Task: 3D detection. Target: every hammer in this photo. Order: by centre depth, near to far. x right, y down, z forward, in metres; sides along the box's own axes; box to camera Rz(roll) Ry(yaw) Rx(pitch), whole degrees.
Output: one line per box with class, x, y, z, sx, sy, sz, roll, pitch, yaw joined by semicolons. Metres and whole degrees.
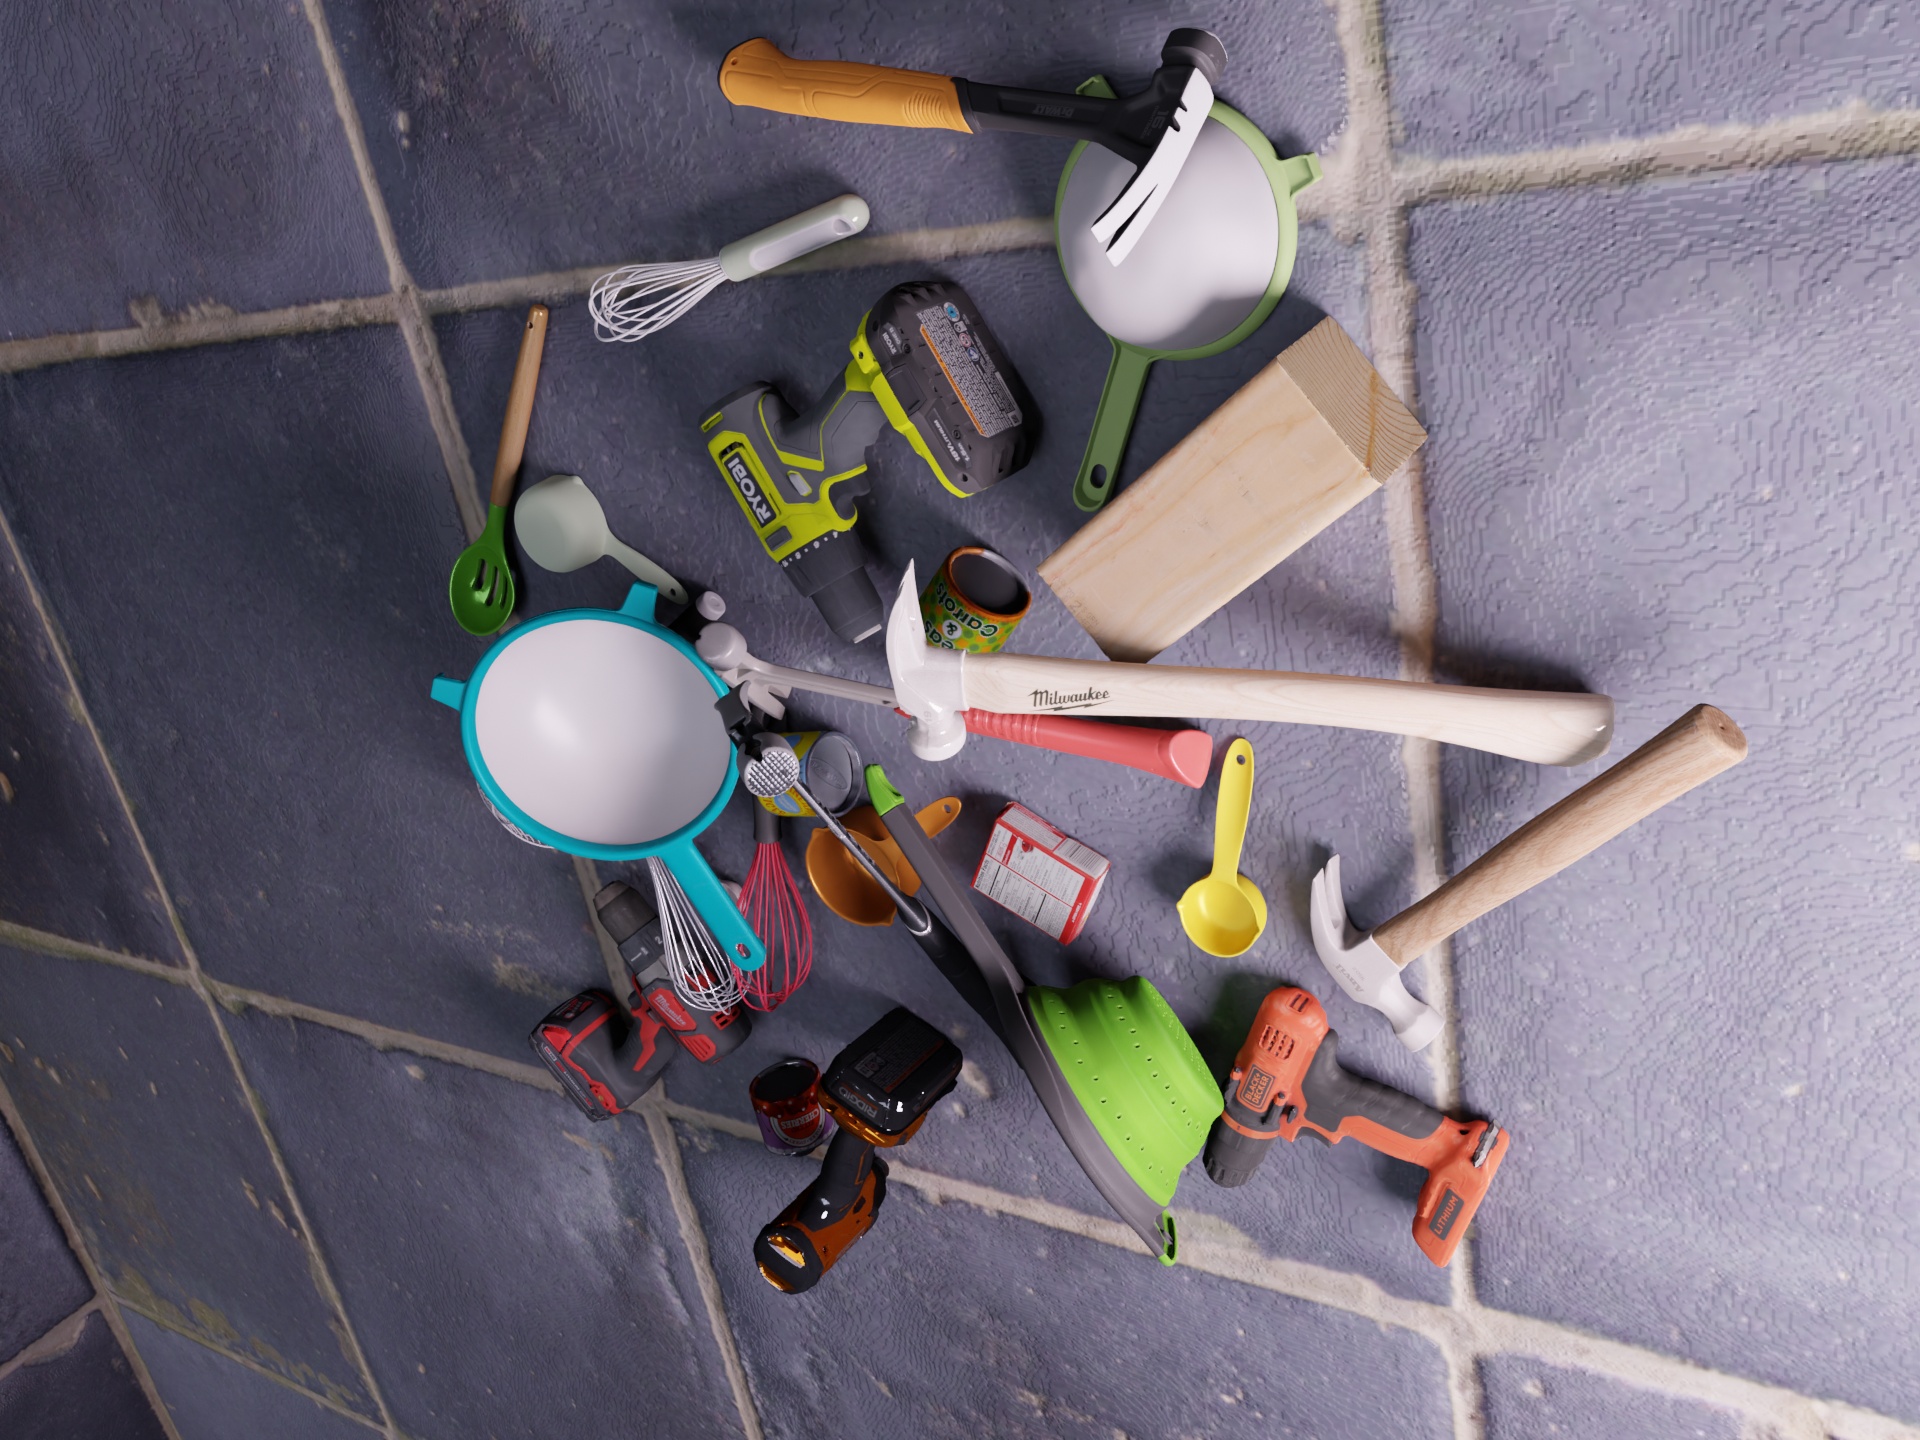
hammer;-0.018;-0.349;0.914;0.337;0.034;0.127;22;82;33
hammer;0.160;-0.021;0.919;0.410;0.038;0.146;4;140;11
hammer;0.321;0.085;0.936;0.130;0.031;0.331;46;140;7
hammer;-0.002;-0.004;1.112;0.359;0.149;0.037;12;77;20
hammer;-0.046;0.126;1.138;0.408;0.036;0.149;53;179;-33

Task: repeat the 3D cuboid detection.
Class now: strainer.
strainer;0.095;-0.228;0.921;0.151;0.069;0.256;29;127;19
strainer;-0.239;0.047;1.251;0.211;0.095;0.340;-24;115;12

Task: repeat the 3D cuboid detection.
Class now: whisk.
whisk;-0.161;-0.306;1.076;0.246;0.059;0.057;-10;147;34
whisk;-0.157;0.112;1.301;0.073;0.073;0.295;16;118;27
whisk;-0.248;0.130;1.342;0.070;0.070;0.284;-3;118;36

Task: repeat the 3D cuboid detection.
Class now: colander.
colander;0.072;0.178;1.112;0.094;0.204;0.397;-34;85;6

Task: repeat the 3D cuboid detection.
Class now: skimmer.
skimmer;-0.299;-0.007;1.351;0.363;0.090;0.127;-39;93;32

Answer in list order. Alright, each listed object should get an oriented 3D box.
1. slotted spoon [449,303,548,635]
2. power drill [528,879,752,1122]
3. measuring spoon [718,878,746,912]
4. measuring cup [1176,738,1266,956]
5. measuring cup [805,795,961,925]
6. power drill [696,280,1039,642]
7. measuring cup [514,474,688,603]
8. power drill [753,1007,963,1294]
slotted spoon;-0.369;-0.198;1.295;0.070;0.031;0.313;35;128;14
power drill;-0.312;0.262;1.482;0.188;0.080;0.226;52;129;-1
measuring spoon;-0.225;0.119;1.383;0.124;0.018;0.034;49;138;12
measuring cup;0.185;0.083;1.070;0.062;0.029;0.156;14;111;28
measuring cup;-0.045;0.090;1.212;0.095;0.052;0.173;51;128;-1
power drill;-0.060;-0.167;1.060;0.228;0.080;0.190;-26;96;44
measuring cup;-0.289;-0.132;1.265;0.168;0.038;0.083;34;130;18
power drill;-0.080;0.355;1.332;0.084;0.164;0.226;32;117;17
